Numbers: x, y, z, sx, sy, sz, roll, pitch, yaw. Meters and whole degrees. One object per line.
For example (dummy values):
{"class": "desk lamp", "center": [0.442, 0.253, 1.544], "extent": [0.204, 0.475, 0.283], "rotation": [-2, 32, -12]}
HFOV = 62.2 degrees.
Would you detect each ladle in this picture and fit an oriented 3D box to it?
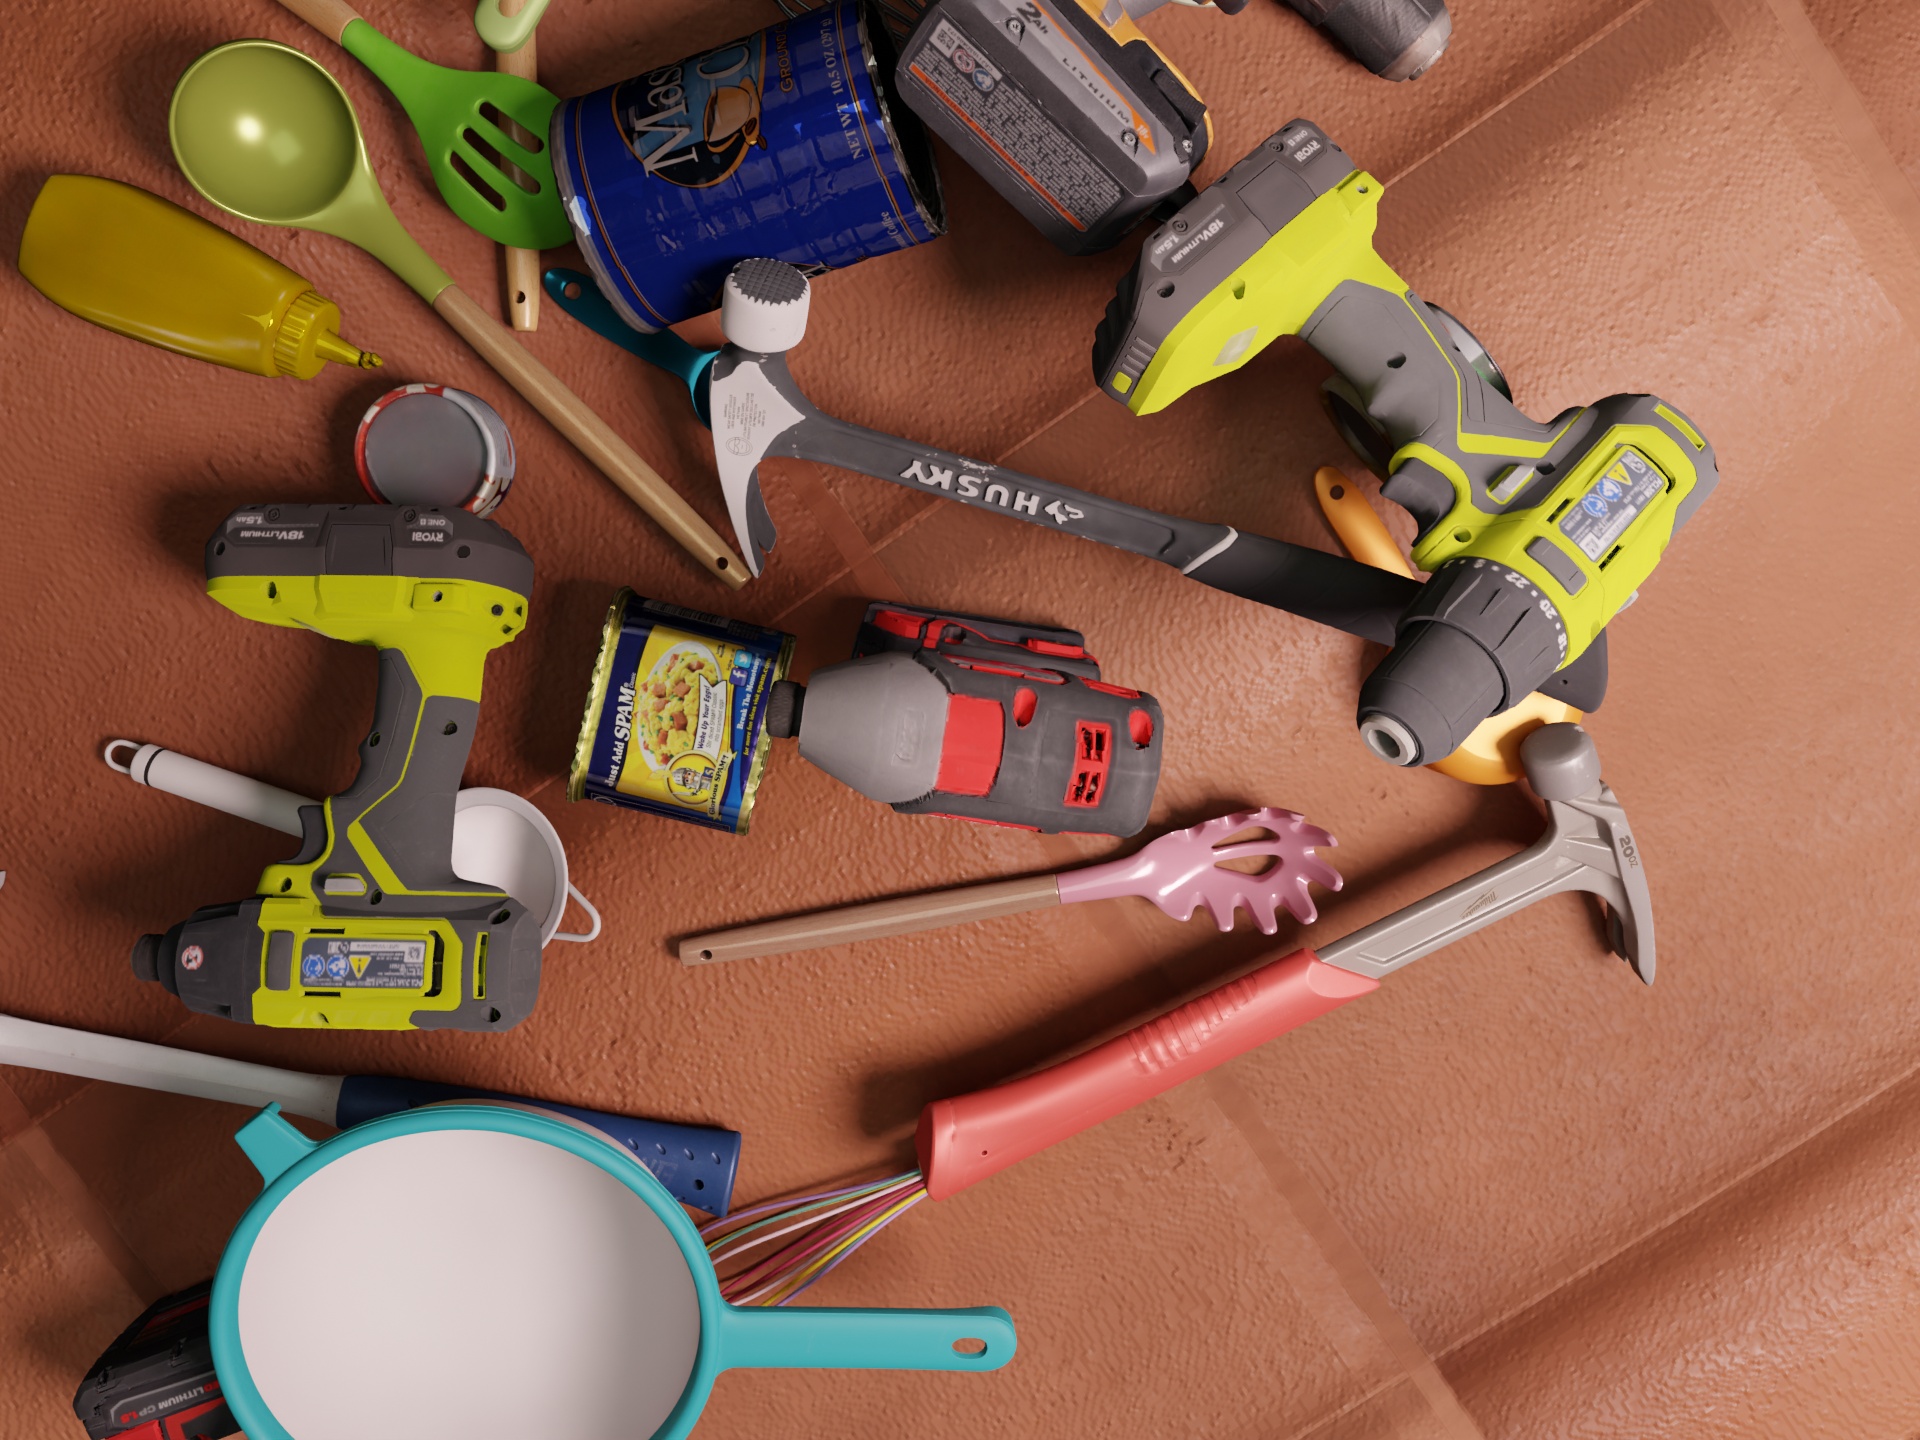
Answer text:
{"class": "ladle", "center": [-0.215, -0.172, 0.711], "extent": [0.320, 0.062, 0.078], "rotation": [44, 98, -7]}
{"class": "ladle", "center": [-0.201, -0.337, 0.718], "extent": [0.069, 0.031, 0.315], "rotation": [1, 98, 7]}

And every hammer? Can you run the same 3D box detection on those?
{"class": "hammer", "center": [-0.307, 0.176, 0.765], "extent": [0.405, 0.035, 0.144], "rotation": [11, 96, -2]}
{"class": "hammer", "center": [0.086, -0.075, 0.693], "extent": [0.409, 0.036, 0.149], "rotation": [17, 136, 0]}
{"class": "hammer", "center": [0.147, 0.137, 0.740], "extent": [0.359, 0.037, 0.149], "rotation": [-27, 119, 2]}

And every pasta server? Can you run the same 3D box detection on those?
{"class": "pasta server", "center": [0.020, 0.088, 0.759], "extent": [0.316, 0.040, 0.060], "rotation": [-10, 105, 1]}

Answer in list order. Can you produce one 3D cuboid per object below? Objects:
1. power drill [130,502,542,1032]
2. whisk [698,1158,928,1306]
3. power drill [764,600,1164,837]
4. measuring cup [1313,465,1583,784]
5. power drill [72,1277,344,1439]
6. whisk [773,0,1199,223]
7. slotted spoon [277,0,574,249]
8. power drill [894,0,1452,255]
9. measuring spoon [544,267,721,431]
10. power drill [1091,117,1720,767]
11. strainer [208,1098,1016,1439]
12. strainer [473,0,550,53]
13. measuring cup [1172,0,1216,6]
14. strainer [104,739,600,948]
{"class": "power drill", "center": [-0.271, 0.022, 0.701], "extent": [0.171, 0.080, 0.223], "rotation": [1, 82, 2]}
{"class": "whisk", "center": [-0.034, 0.236, 0.772], "extent": [0.245, 0.047, 0.051], "rotation": [-26, 95, -1]}
{"class": "power drill", "center": [-0.001, -0.002, 0.657], "extent": [0.143, 0.220, 0.078], "rotation": [8, 96, -2]}
{"class": "measuring cup", "center": [0.221, -0.047, 0.739], "extent": [0.095, 0.052, 0.173], "rotation": [-36, 97, 3]}
{"class": "power drill", "center": [-0.336, 0.389, 0.770], "extent": [0.188, 0.080, 0.226], "rotation": [-21, 99, 2]}
{"class": "whisk", "center": [0.008, -0.291, 0.717], "extent": [0.239, 0.055, 0.055], "rotation": [31, 95, -8]}
{"class": "slotted spoon", "center": [-0.292, -0.320, 0.708], "extent": [0.314, 0.031, 0.070], "rotation": [38, 107, 2]}
{"class": "power drill", "center": [0.101, -0.296, 0.668], "extent": [0.185, 0.084, 0.226], "rotation": [40, 66, -11]}
{"class": "measuring spoon", "center": [-0.138, -0.174, 0.744], "extent": [0.128, 0.021, 0.042], "rotation": [33, 96, 5]}
{"class": "power drill", "center": [0.164, -0.108, 0.628], "extent": [0.228, 0.080, 0.190], "rotation": [45, 68, 6]}
{"class": "strainer", "center": [-0.148, 0.252, 0.718], "extent": [0.340, 0.095, 0.211], "rotation": [4, 105, -8]}
{"class": "strainer", "center": [-0.130, -0.396, 0.691], "extent": [0.151, 0.069, 0.256], "rotation": [34, 95, -6]}
{"class": "measuring cup", "center": [0.044, -0.357, 0.711], "extent": [0.167, 0.038, 0.083], "rotation": [19, 95, 0]}
{"class": "strainer", "center": [-0.284, 0.053, 0.752], "extent": [0.258, 0.050, 0.087], "rotation": [18, 94, 3]}
